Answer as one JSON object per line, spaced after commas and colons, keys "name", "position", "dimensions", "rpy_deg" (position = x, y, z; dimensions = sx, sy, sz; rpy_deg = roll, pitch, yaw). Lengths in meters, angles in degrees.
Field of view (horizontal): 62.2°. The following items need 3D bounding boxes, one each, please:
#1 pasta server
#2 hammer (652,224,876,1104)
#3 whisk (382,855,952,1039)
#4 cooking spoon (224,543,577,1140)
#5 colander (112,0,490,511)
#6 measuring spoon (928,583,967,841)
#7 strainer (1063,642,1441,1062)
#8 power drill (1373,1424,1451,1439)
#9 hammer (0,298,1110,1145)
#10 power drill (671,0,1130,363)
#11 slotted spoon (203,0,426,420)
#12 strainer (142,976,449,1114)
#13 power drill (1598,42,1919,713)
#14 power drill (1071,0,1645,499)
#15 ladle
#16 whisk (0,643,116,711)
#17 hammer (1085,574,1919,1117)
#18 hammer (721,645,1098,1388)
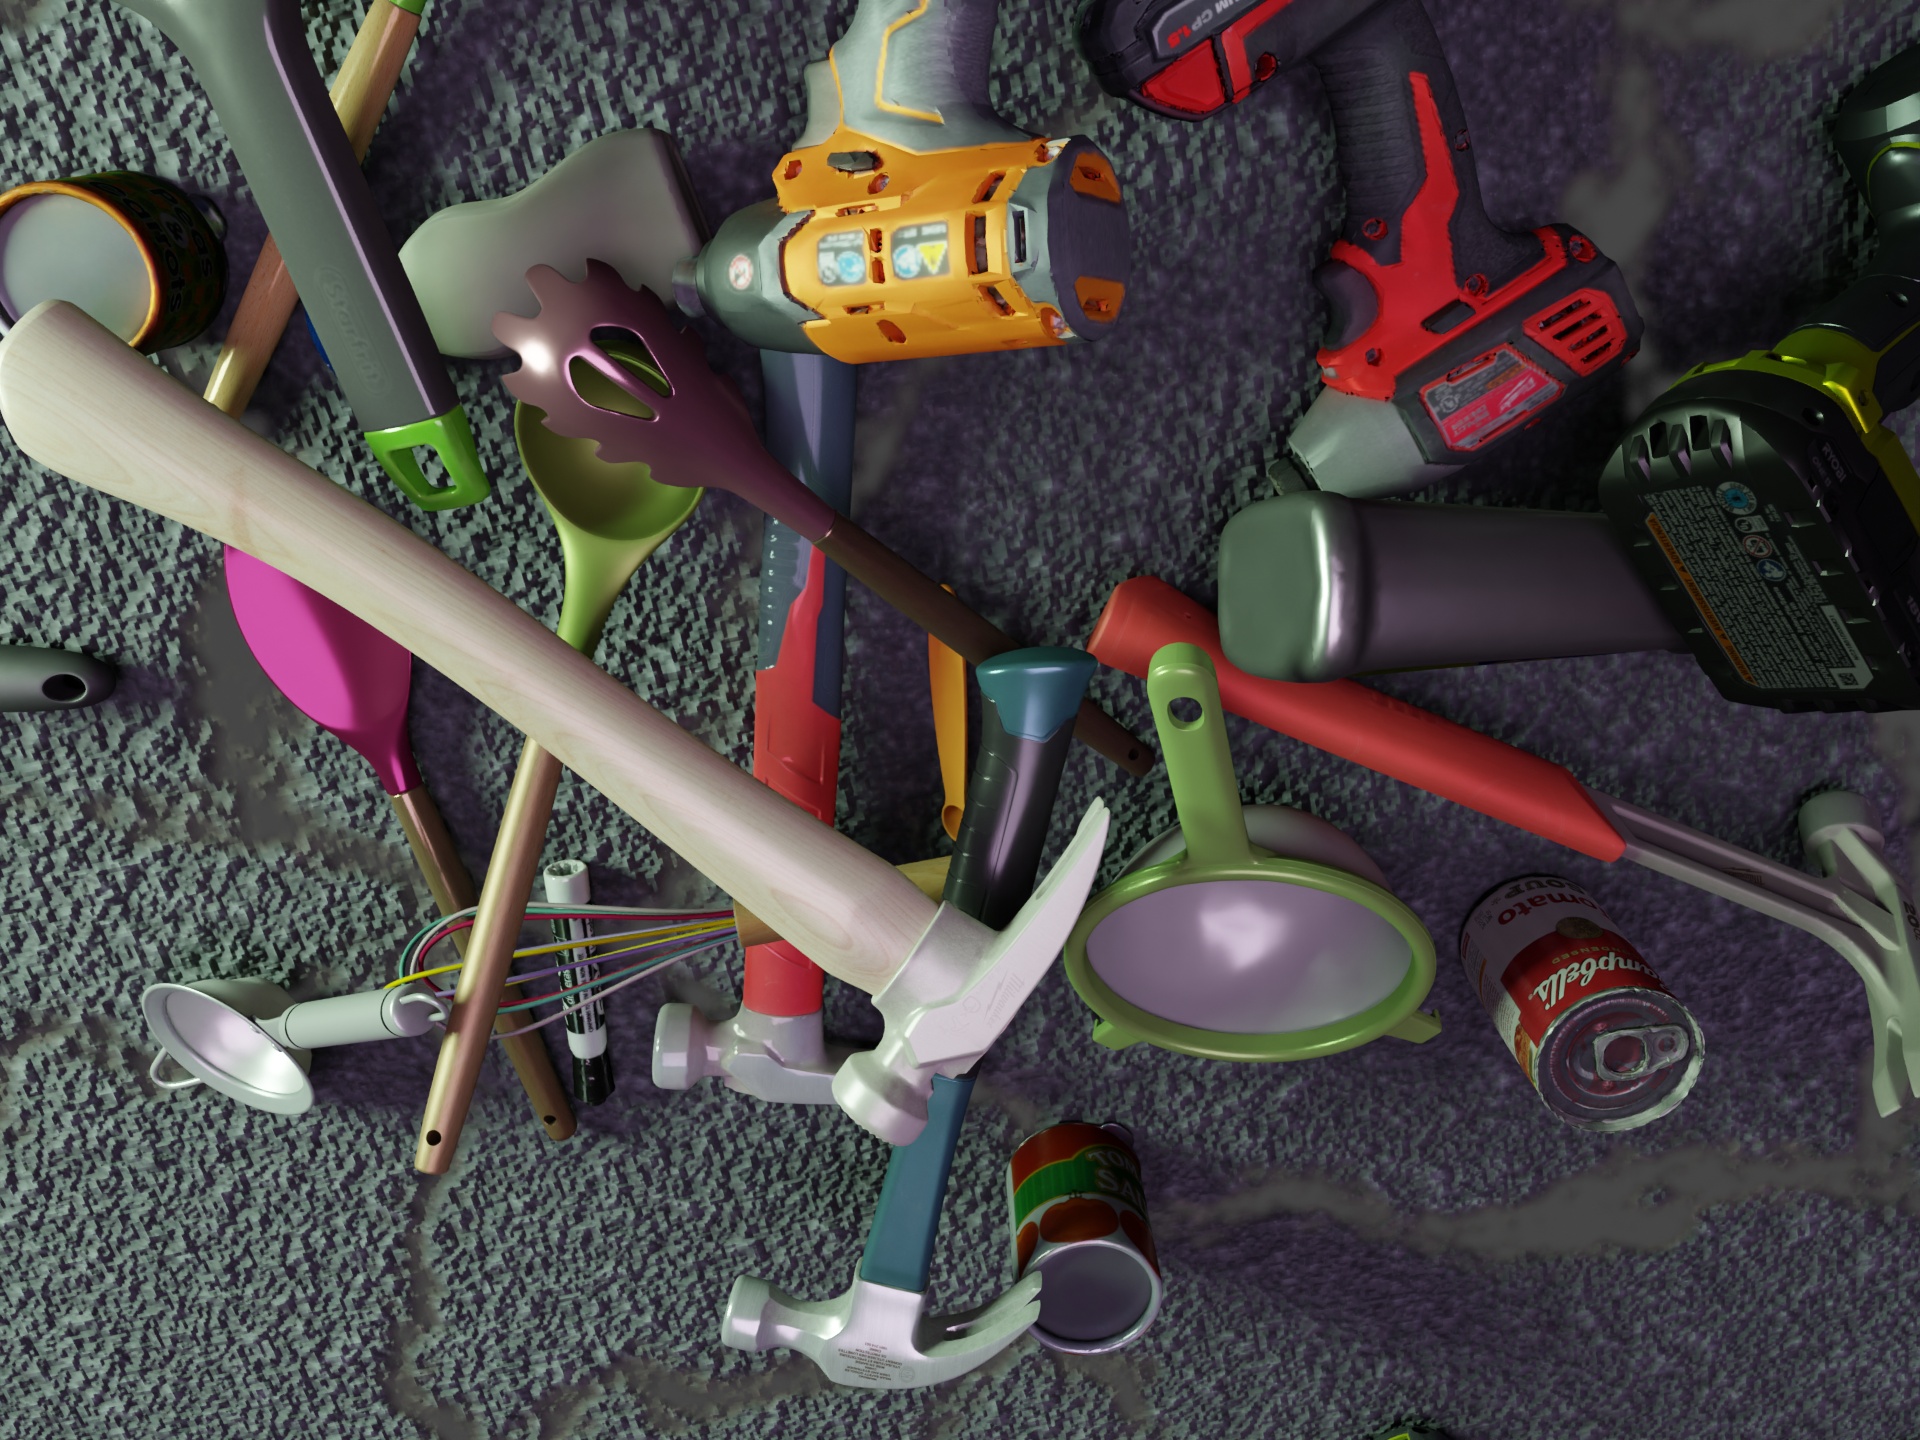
{"name": "pasta server", "position": [-0.034, -0.061, 0.604], "dimensions": [0.316, 0.040, 0.060], "rpy_deg": [35, 94, -31]}
{"name": "hammer", "position": [-0.051, -0.012, 0.656], "dimensions": [0.143, 0.038, 0.386], "rpy_deg": [4, 111, -4]}
{"name": "whisk", "position": [-0.113, 0.087, 0.653], "dimensions": [0.245, 0.051, 0.047], "rpy_deg": [-11, 133, -5]}
{"name": "cooking spoon", "position": [-0.229, 0.051, 0.687], "dimensions": [0.069, 0.017, 0.318], "rpy_deg": [-15, 111, 5]}
{"name": "colander", "position": [-0.227, -0.264, 0.517], "dimensions": [0.204, 0.094, 0.396], "rpy_deg": [-6, 119, 20]}
{"name": "measuring spoon", "position": [-0.001, -0.002, 0.674], "dimensions": [0.011, 0.021, 0.116], "rpy_deg": [-22, 117, -39]}
{"name": "strainer", "position": [0.107, 0.045, 0.636], "dimensions": [0.151, 0.069, 0.256], "rpy_deg": [-5, 137, 16]}
{"name": "power drill", "position": [0.171, 0.472, 0.785], "dimensions": [0.223, 0.171, 0.080], "rpy_deg": [-37, 108, 16]}
{"name": "hammer", "position": [-0.142, -0.020, 0.560], "dimensions": [0.410, 0.038, 0.146], "rpy_deg": [36, 94, -7]}
{"name": "power drill", "position": [-0.033, -0.231, 0.513], "dimensions": [0.164, 0.084, 0.226], "rpy_deg": [1, 100, 29]}
{"name": "slotted spoon", "position": [-0.213, -0.234, 0.570], "dimensions": [0.070, 0.031, 0.313], "rpy_deg": [32, 110, -5]}
{"name": "strainer", "position": [-0.270, 0.125, 0.654], "dimensions": [0.258, 0.050, 0.086], "rpy_deg": [-16, 122, 45]}
{"name": "power drill", "position": [0.345, -0.108, 0.566], "dimensions": [0.228, 0.080, 0.190], "rpy_deg": [-46, 109, -20]}
{"name": "power drill", "position": [0.138, -0.185, 0.575], "dimensions": [0.143, 0.079, 0.219], "rpy_deg": [-32, 112, 11]}
{"name": "ladle", "position": [-0.161, 0.014, 0.597], "dimensions": [0.078, 0.062, 0.320], "rpy_deg": [14, 87, 6]}
{"name": "whisk", "position": [-0.466, -0.016, 0.640], "dimensions": [0.239, 0.055, 0.055], "rpy_deg": [1, 112, -7]}
{"name": "hammer", "position": [0.220, 0.032, 0.641], "dimensions": [0.359, 0.149, 0.036], "rpy_deg": [22, 136, -3]}
{"name": "hammer", "position": [-0.005, 0.127, 0.640], "dimensions": [0.128, 0.033, 0.331], "rpy_deg": [14, 106, 1]}
